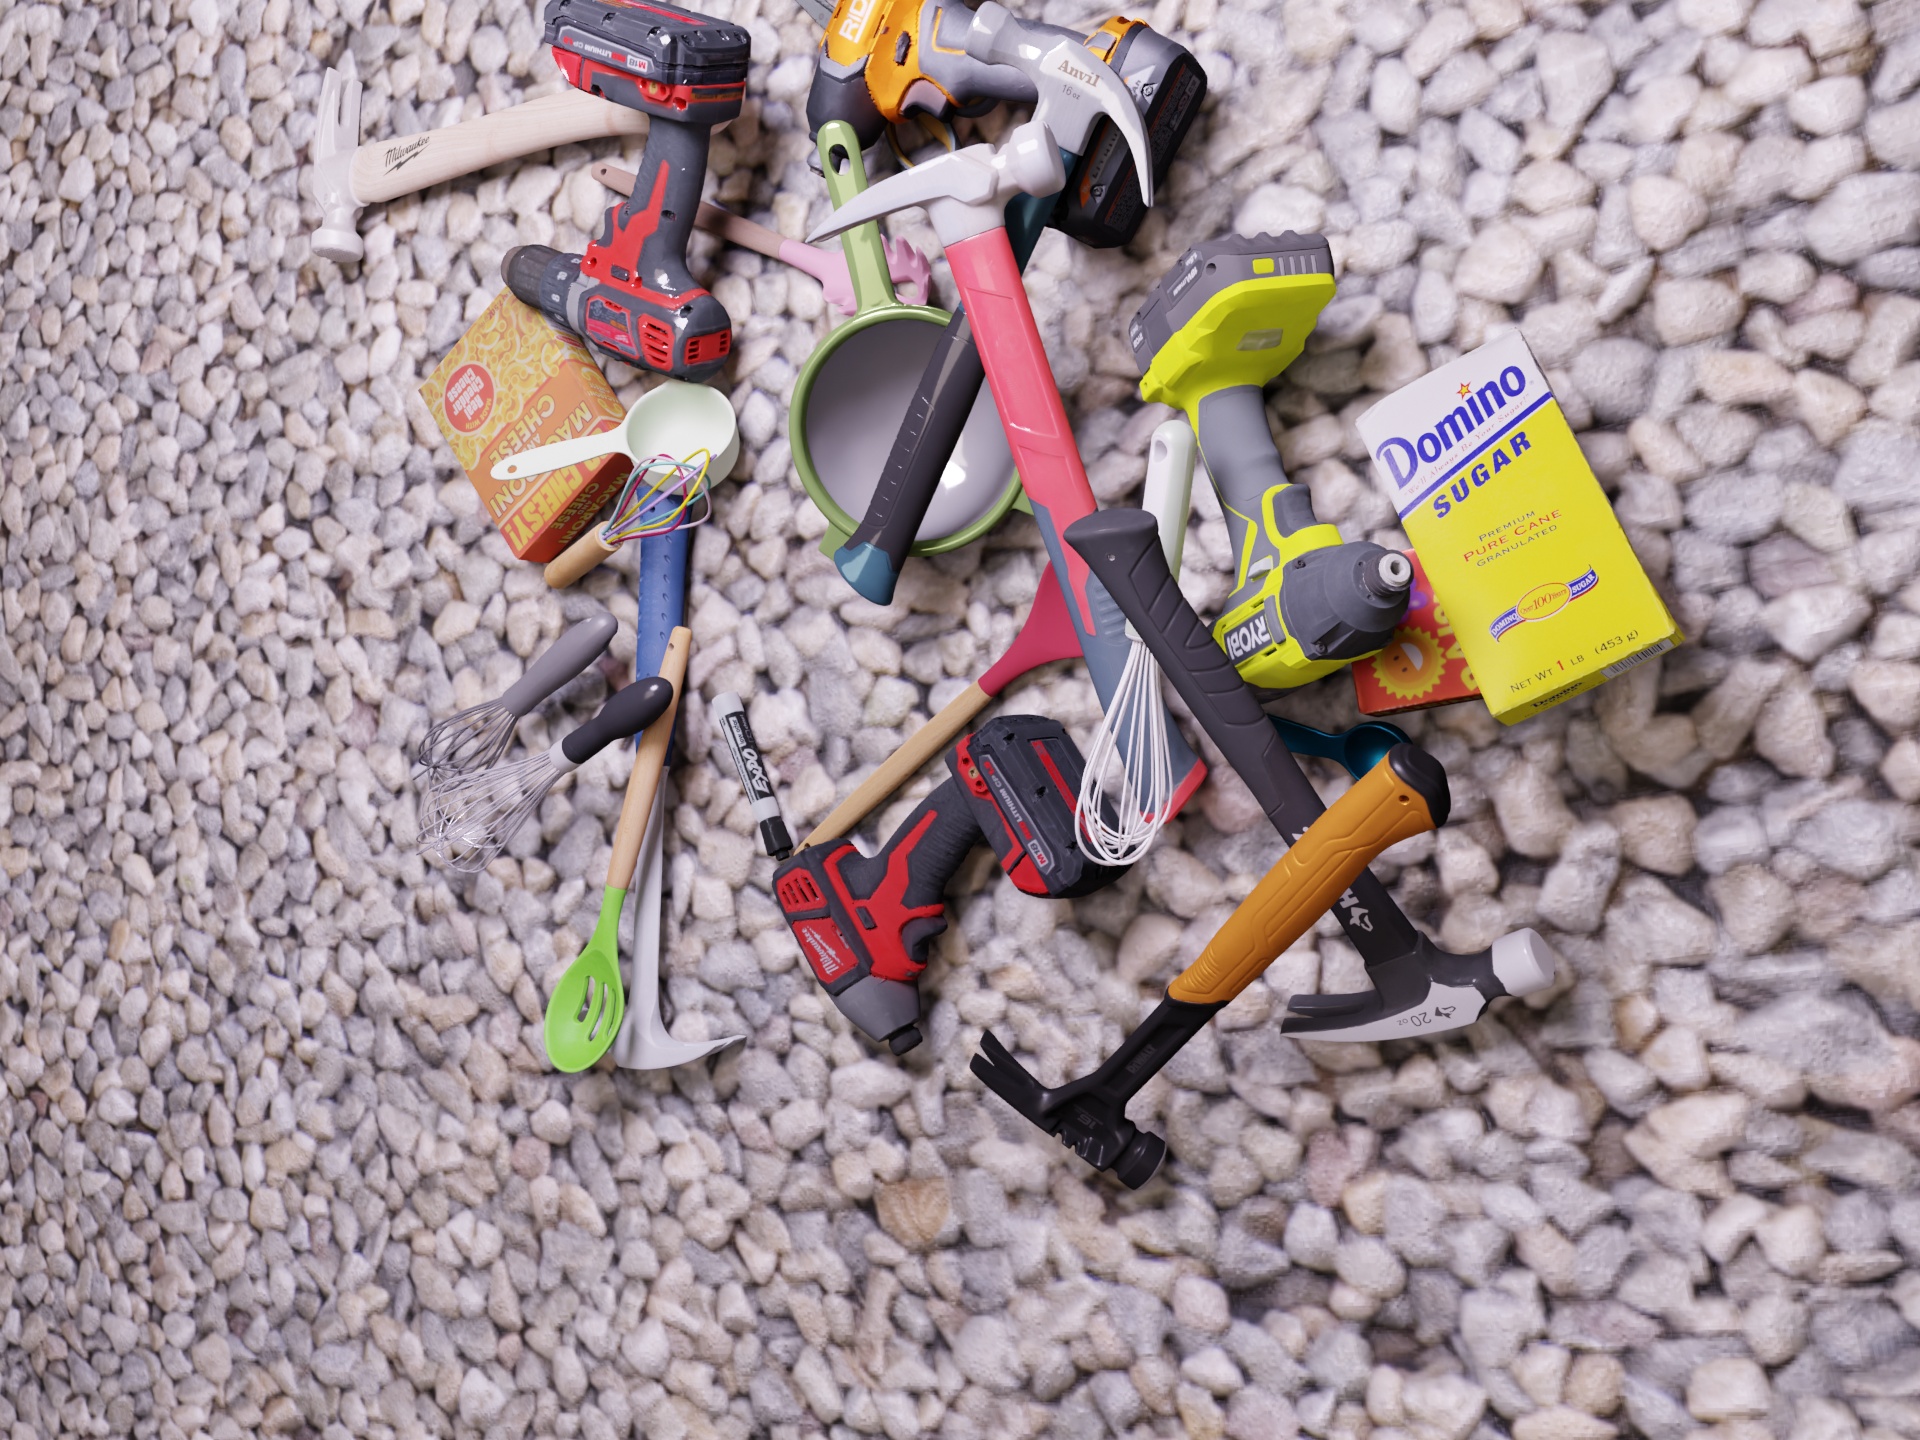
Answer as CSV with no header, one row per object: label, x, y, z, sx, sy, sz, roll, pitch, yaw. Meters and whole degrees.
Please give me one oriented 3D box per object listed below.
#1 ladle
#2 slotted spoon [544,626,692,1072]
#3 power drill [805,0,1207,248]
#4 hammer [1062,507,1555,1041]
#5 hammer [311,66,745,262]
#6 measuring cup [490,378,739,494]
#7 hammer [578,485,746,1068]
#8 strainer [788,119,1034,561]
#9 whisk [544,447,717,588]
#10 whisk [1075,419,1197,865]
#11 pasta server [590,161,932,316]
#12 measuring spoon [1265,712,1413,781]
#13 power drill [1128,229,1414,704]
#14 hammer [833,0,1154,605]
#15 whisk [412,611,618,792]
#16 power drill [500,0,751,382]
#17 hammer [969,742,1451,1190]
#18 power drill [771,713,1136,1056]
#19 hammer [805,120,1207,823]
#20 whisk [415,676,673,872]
ladle,-0.002,-0.003,0.998,0.315,0.031,0.069,-42,68,24
slotted spoon,-0.225,0.089,1.081,0.070,0.031,0.314,20,98,36
power drill,0.012,-0.368,0.945,0.227,0.084,0.164,33,107,18
hammer,0.158,0.031,0.825,0.146,0.035,0.334,-28,104,34
hammer,-0.326,-0.435,1.154,0.411,0.038,0.146,0,87,31
measuring cup,-0.231,-0.178,1.076,0.167,0.038,0.083,-13,63,0
hammer,-0.209,0.042,1.107,0.144,0.035,0.405,4,92,29
strainer,-0.038,-0.230,0.964,0.151,0.069,0.256,-10,104,16
whisk,-0.228,-0.128,1.065,0.245,0.051,0.047,-20,76,52
whisk,0.099,-0.038,0.857,0.058,0.059,0.246,27,115,57
pasta server,-0.140,-0.327,1.065,0.316,0.040,0.060,29,92,26
measuring spoon,0.198,0.006,0.896,0.129,0.021,0.042,17,128,36
power drill,0.166,-0.133,0.836,0.080,0.171,0.223,-10,80,-17
hammer,0.004,-0.217,0.904,0.128,0.033,0.331,27,112,3
whisk,-0.323,-0.013,1.149,0.239,0.055,0.055,-34,75,32
power drill,-0.228,-0.352,1.048,0.188,0.080,0.226,27,124,24
hammer,0.134,0.127,0.848,0.127,0.034,0.336,35,125,0
power drill,-0.009,0.104,0.978,0.219,0.078,0.143,-37,73,27
hammer,0.043,-0.118,0.889,0.143,0.038,0.386,-15,104,19
whisk,-0.291,0.037,1.106,0.284,0.070,0.070,-29,77,34
